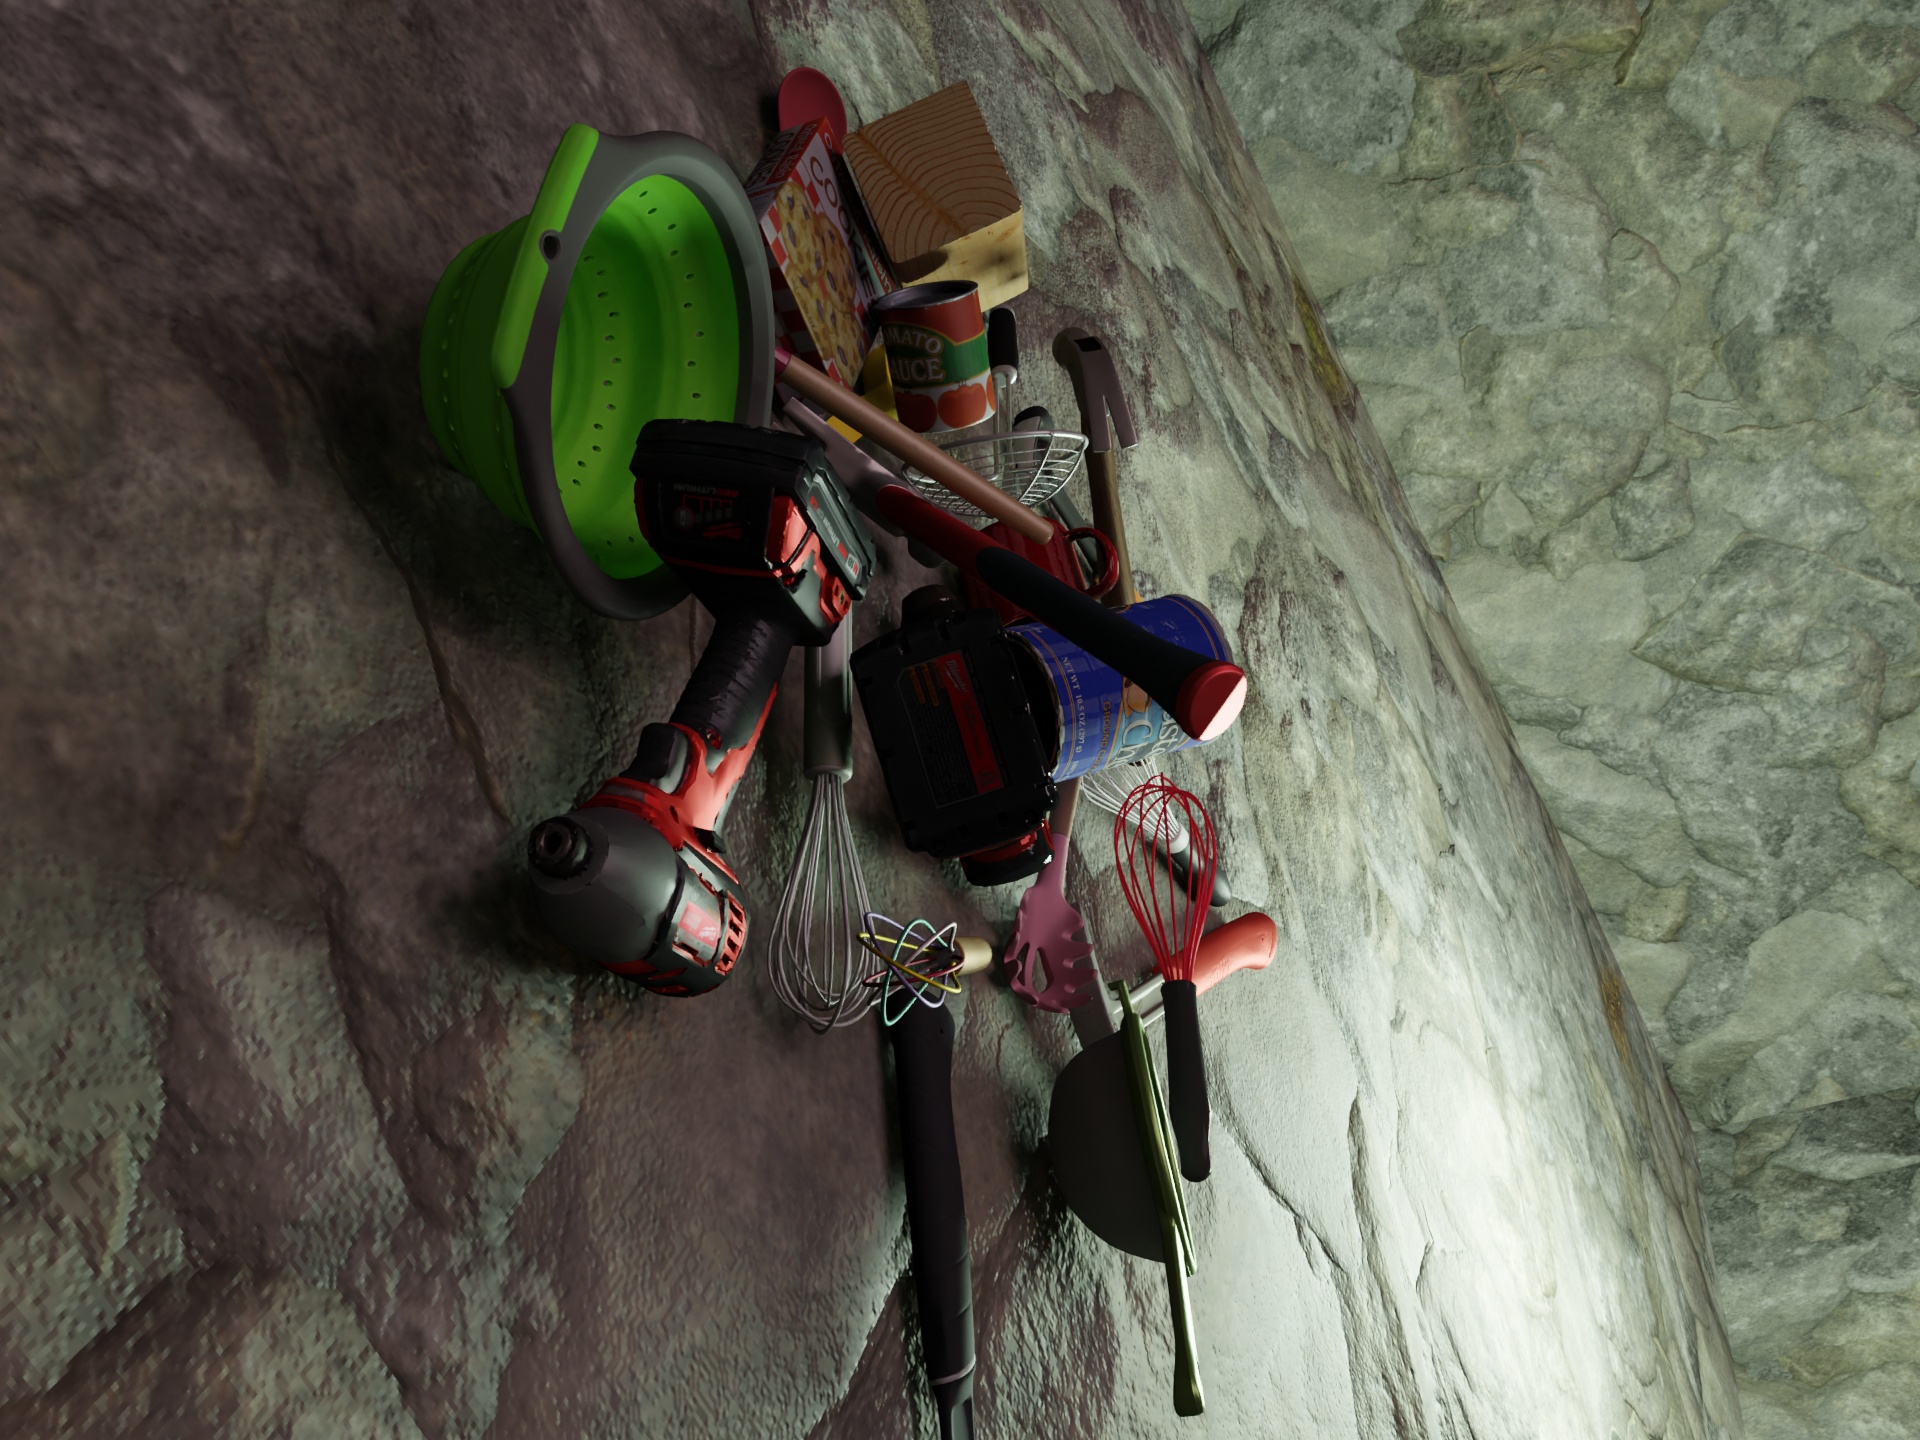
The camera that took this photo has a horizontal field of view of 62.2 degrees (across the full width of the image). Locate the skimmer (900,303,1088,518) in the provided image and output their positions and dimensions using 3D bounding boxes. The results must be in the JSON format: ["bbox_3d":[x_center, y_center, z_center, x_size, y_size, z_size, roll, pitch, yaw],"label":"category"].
[{"bbox_3d":[0.026,-0.254,1.176,0.364,0.127,0.090,-88,166,-52],"label":"skimmer"}]

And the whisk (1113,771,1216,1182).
[{"bbox_3d":[0.140,0.157,1.034,0.073,0.073,0.296,43,35,-41],"label":"whisk"}]

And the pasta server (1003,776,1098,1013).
[{"bbox_3d":[0.072,0.052,1.042,0.060,0.040,0.316,28,52,-19],"label":"pasta server"}]

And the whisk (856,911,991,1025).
[{"bbox_3d":[-0.009,0.124,0.809,0.245,0.047,0.051,37,53,-78],"label":"whisk"}]

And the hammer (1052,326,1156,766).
[{"bbox_3d":[0.114,-0.116,1.177,0.130,0.031,0.331,-107,-174,-65],"label":"hammer"}]

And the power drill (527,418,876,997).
[{"bbox_3d":[-0.110,-0.005,0.650,0.143,0.078,0.220,59,43,-65],"label":"power drill"}]

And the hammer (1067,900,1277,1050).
[{"bbox_3d":[0.163,0.178,1.171,0.359,0.037,0.149,-9,79,-63],"label":"hammer"}]

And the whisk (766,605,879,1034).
[{"bbox_3d":[-0.067,0.034,0.798,0.057,0.059,0.246,9,65,-24],"label":"whisk"}]

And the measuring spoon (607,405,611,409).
[{"bbox_3d":[-0.193,-0.162,0.773,0.124,0.018,0.034,-4,74,-64],"label":"measuring spoon"}]

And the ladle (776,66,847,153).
[{"bbox_3d":[-0.123,-0.339,1.033,0.069,0.031,0.316,54,31,-34],"label":"ladle"}]

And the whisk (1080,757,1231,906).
[{"bbox_3d":[0.148,0.071,1.205,0.284,0.070,0.070,47,33,-45],"label":"whisk"}]

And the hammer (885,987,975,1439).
[{"bbox_3d":[-0.006,0.323,0.742,0.149,0.036,0.409,33,42,-48],"label":"hammer"}]

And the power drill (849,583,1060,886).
[{"bbox_3d":[-0.001,-0.003,0.889,0.226,0.080,0.188,57,16,-81],"label":"power drill"}]

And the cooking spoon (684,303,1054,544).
[{"bbox_3d":[-0.076,-0.182,0.878,0.318,0.017,0.069,30,0,-22],"label":"cooking spoon"}]

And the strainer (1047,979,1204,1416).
[{"bbox_3d":[0.088,0.275,0.878,0.257,0.069,0.151,-89,165,-62],"label":"strainer"}]

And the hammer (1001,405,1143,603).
[{"bbox_3d":[0.135,-0.102,1.333,0.336,0.034,0.127,52,30,-30],"label":"hammer"}]

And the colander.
[{"bbox_3d":[-0.146,-0.129,0.766,0.396,0.094,0.204,49,55,-69],"label":"colander"}]

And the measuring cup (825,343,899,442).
[{"bbox_3d":[-0.065,-0.206,1.054,0.062,0.029,0.156,62,38,-18],"label":"measuring cup"}]

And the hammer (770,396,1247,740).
[{"bbox_3d":[0.016,-0.083,0.826,0.143,0.038,0.387,34,3,-33],"label":"hammer"}]
